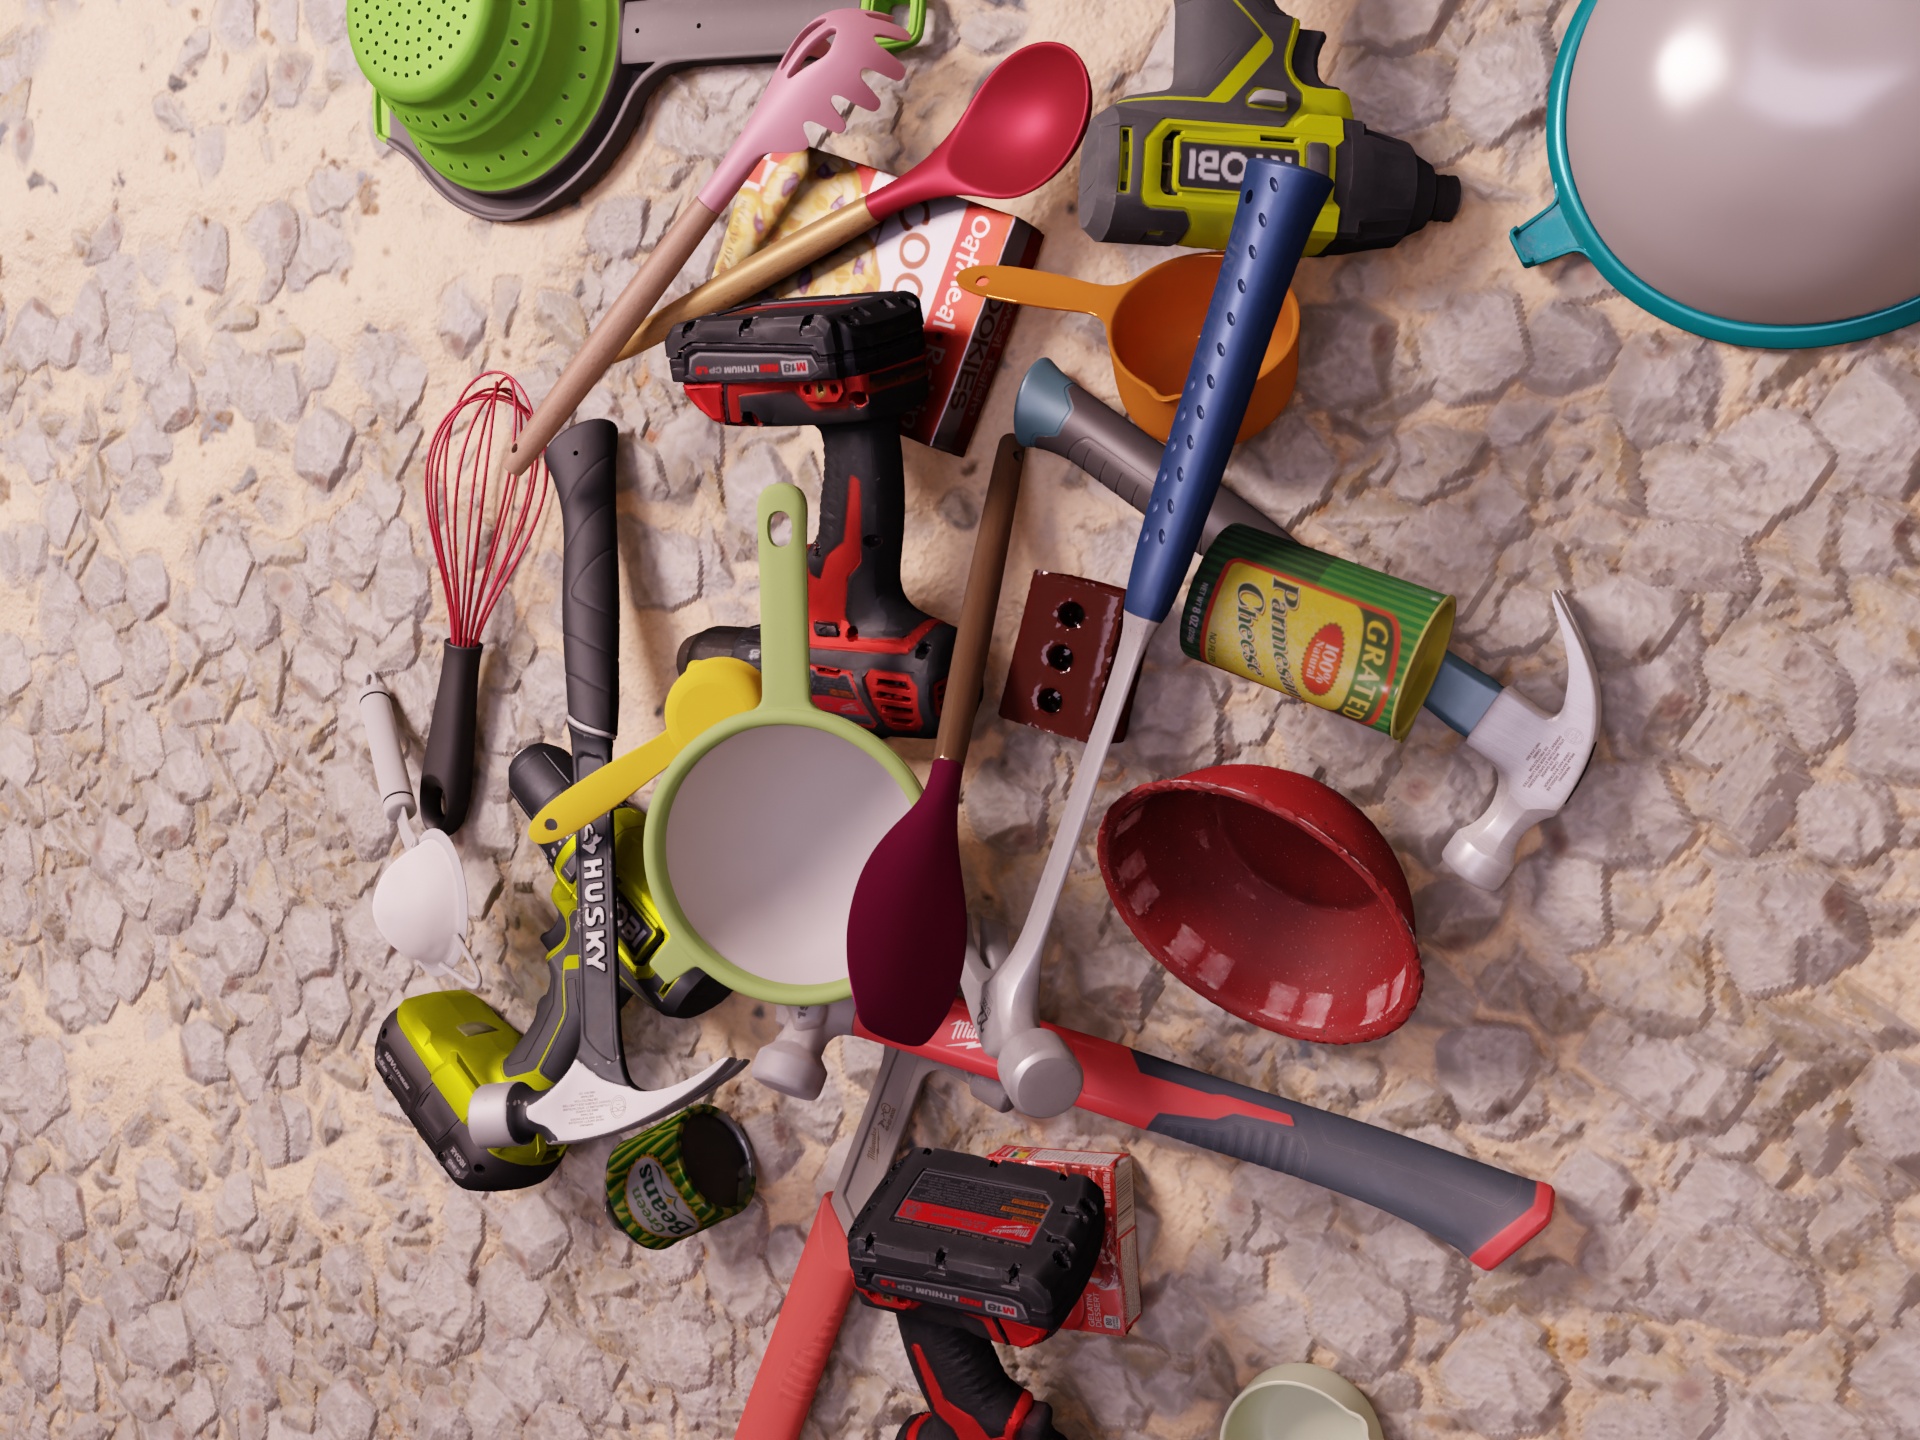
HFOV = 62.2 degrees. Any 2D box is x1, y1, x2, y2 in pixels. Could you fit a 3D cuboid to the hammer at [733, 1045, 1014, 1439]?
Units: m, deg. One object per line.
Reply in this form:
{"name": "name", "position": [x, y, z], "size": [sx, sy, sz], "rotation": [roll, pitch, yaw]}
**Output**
{"name": "hammer", "position": [-0.085, 0.311, 0.892], "size": [0.149, 0.036, 0.359], "rotation": [25, 103, 23]}

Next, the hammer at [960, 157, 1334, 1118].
{"name": "hammer", "position": [0.074, -0.038, 0.700], "size": [0.035, 0.144, 0.405], "rotation": [13, 104, -19]}

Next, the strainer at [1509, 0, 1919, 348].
{"name": "strainer", "position": [0.391, -0.236, 0.599], "size": [0.340, 0.095, 0.211], "rotation": [24, 103, 24]}

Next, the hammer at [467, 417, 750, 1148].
{"name": "hammer", "position": [-0.200, 0.022, 0.882], "size": [0.149, 0.036, 0.409], "rotation": [-8, 74, 12]}

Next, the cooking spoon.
{"name": "cooking spoon", "position": [-0.001, -0.002, 0.767], "size": [0.017, 0.068, 0.319], "rotation": [-18, 54, 49]}

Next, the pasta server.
{"name": "pasta server", "position": [-0.143, -0.247, 0.841], "size": [0.316, 0.040, 0.060], "rotation": [-47, 51, 18]}

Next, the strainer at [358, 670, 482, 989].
{"name": "strainer", "position": [-0.340, 0.059, 0.963], "size": [0.086, 0.050, 0.259], "rotation": [-57, 44, 30]}

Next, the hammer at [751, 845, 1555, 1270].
{"name": "hammer", "position": [0.093, 0.167, 0.785], "size": [0.386, 0.038, 0.143], "rotation": [14, 69, 19]}

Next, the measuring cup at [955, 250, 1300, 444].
{"name": "measuring cup", "position": [0.079, -0.182, 0.764], "size": [0.174, 0.052, 0.095], "rotation": [19, 67, 24]}

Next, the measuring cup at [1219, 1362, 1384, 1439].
{"name": "measuring cup", "position": [0.194, 0.385, 0.760], "size": [0.083, 0.038, 0.168], "rotation": [-43, 77, 21]}

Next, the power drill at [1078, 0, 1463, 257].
{"name": "power drill", "position": [0.144, -0.322, 0.708], "size": [0.171, 0.080, 0.223], "rotation": [2, 95, -7]}

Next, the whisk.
{"name": "whisk", "position": [-0.300, -0.065, 0.970], "size": [0.073, 0.073, 0.295], "rotation": [20, 107, 24]}

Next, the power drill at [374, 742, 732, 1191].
{"name": "power drill", "position": [-0.246, 0.145, 0.942], "size": [0.191, 0.080, 0.228], "rotation": [45, 108, 21]}

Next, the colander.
{"name": "colander", "position": [-0.211, -0.392, 0.886], "size": [0.397, 0.094, 0.204], "rotation": [8, 96, 26]}

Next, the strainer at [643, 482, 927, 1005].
{"name": "strainer", "position": [-0.079, 0.011, 0.795], "size": [0.151, 0.069, 0.256], "rotation": [0, 98, 9]}

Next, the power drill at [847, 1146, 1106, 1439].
{"name": "power drill", "position": [0.023, 0.330, 0.792], "size": [0.143, 0.078, 0.219], "rotation": [4, 115, 24]}

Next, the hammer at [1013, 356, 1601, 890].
{"name": "hammer", "position": [0.153, -0.070, 0.758], "size": [0.331, 0.033, 0.128], "rotation": [39, 109, 19]}

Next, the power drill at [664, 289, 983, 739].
{"name": "power drill", "position": [-0.086, -0.100, 0.829], "size": [0.188, 0.080, 0.226], "rotation": [6, 115, 33]}

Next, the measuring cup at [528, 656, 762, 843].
{"name": "measuring cup", "position": [-0.167, 0.023, 0.834], "size": [0.156, 0.029, 0.062], "rotation": [-33, 96, 8]}

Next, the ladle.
{"name": "ladle", "position": [-0.066, -0.250, 0.815], "size": [0.315, 0.031, 0.069], "rotation": [-19, 76, 28]}
